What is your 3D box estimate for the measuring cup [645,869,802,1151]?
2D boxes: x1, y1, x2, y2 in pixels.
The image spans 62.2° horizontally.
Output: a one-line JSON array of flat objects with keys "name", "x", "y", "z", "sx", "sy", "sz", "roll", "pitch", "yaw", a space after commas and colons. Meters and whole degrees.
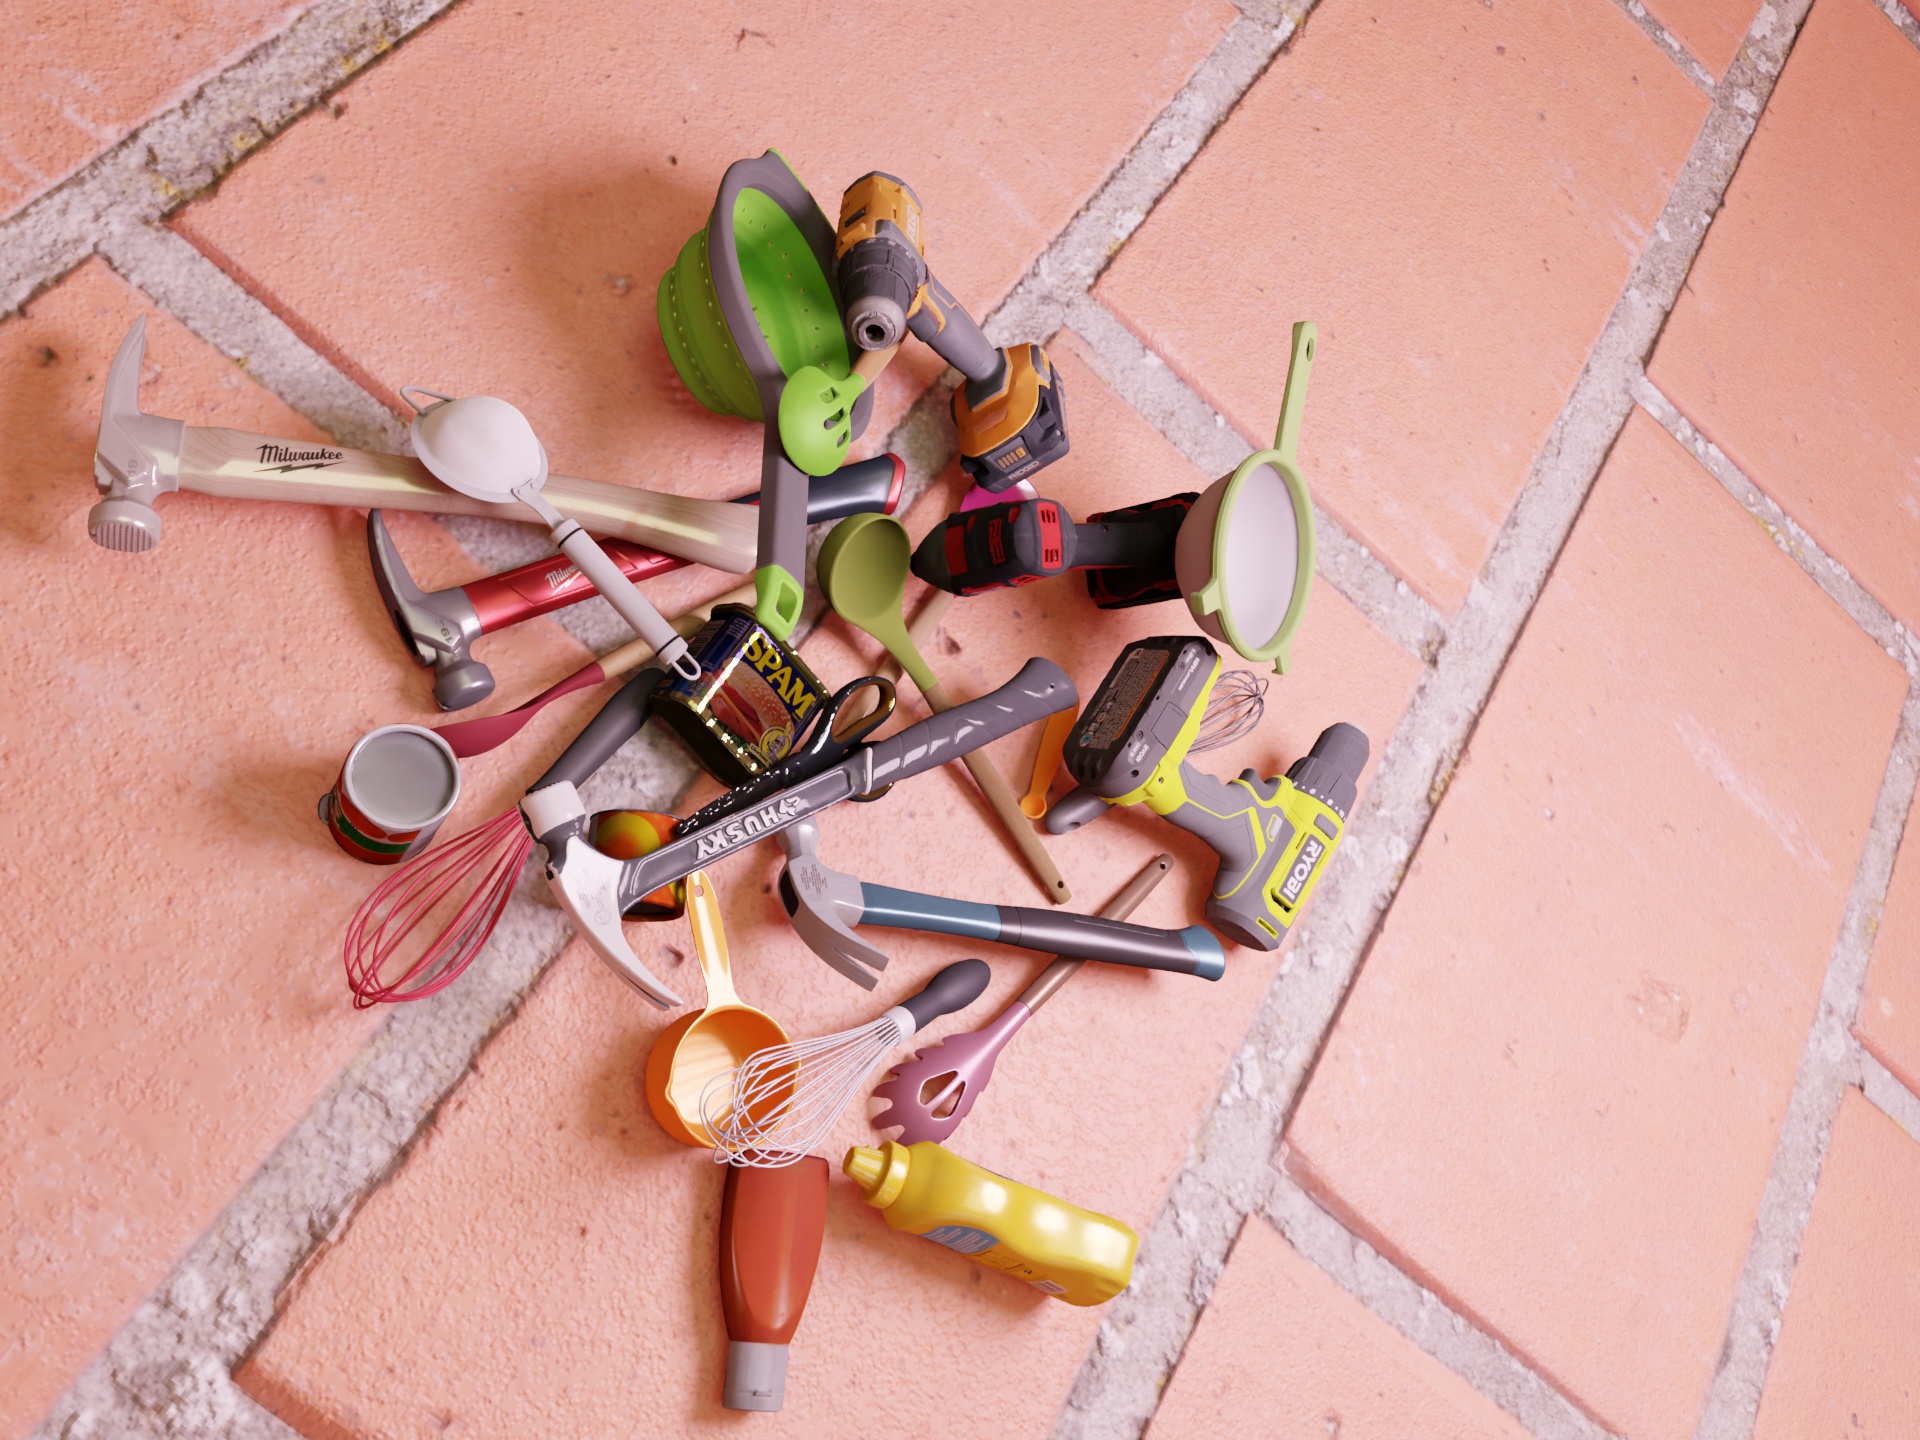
[{"name": "measuring cup", "x": -0.159, "y": 0.180, "z": 0.991, "sx": 0.095, "sy": 0.052, "sz": 0.174, "roll": -7, "pitch": 82, "yaw": -37}]

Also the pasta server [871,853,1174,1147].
[{"name": "pasta server", "x": 0.056, "y": 0.190, "z": 1.129, "sx": 0.316, "sy": 0.040, "sz": 0.060, "roll": -39, "pitch": 92, "yaw": -36}]

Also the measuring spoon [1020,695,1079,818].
[{"name": "measuring spoon", "x": 0.069, "y": 0.026, "z": 1.202, "sx": 0.021, "sy": 0.011, "sz": 0.117, "roll": 14, "pitch": 59, "yaw": 12}]

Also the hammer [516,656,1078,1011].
[{"name": "hammer", "x": -0.074, "y": 0.044, "z": 1.031, "sx": 0.409, "sy": 0.036, "sz": 0.149, "roll": -24, "pitch": 88, "yaw": -36}]

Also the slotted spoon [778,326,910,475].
[{"name": "slotted spoon", "x": -0.069, "y": -0.250, "z": 1.134, "sx": 0.314, "sy": 0.031, "sz": 0.070, "roll": -69, "pitch": 144, "yaw": -60}]

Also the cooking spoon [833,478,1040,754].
[{"name": "cooking spoon", "x": -0.024, "y": -0.077, "z": 1.185, "sx": 0.068, "sy": 0.017, "sz": 0.319, "roll": 44, "pitch": 58, "yaw": -17}]

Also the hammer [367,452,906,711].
[{"name": "hammer", "x": -0.206, "y": -0.136, "z": 1.101, "sx": 0.386, "sy": 0.038, "sz": 0.143, "roll": -24, "pitch": 83, "yaw": -32}]

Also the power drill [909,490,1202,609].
[{"name": "power drill", "x": 0.075, "y": -0.124, "z": 1.176, "sx": 0.219, "sy": 0.143, "sz": 0.078, "roll": -5, "pitch": 89, "yaw": -42}]

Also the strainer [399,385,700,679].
[{"name": "strainer", "x": -0.249, "y": -0.124, "z": 0.988, "sx": 0.258, "sy": 0.050, "sz": 0.087, "roll": 48, "pitch": 40, "yaw": -3}]

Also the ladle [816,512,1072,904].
[{"name": "ladle", "x": -0.002, "y": -0.004, "z": 1.133, "sx": 0.078, "sy": 0.062, "sz": 0.320, "roll": -37, "pitch": 99, "yaw": -31}]

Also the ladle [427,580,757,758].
[{"name": "ladle", "x": -0.221, "y": -0.044, "z": 1.056, "sx": 0.315, "sy": 0.069, "sz": 0.031, "roll": -32, "pitch": 105, "yaw": -38}]

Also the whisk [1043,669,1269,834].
[{"name": "whisk", "x": 0.154, "y": 0.025, "z": 1.226, "sx": 0.239, "sy": 0.055, "sz": 0.055, "roll": -31, "pitch": 88, "yaw": -29}]

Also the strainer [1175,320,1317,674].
[{"name": "strainer", "x": 0.205, "y": -0.169, "z": 1.151, "sx": 0.151, "sy": 0.069, "sz": 0.256, "roll": 26, "pitch": 73, "yaw": -52}]

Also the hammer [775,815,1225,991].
[{"name": "hammer", "x": 0.035, "y": 0.140, "z": 1.093, "sx": 0.330, "sy": 0.033, "sz": 0.128, "roll": 12, "pitch": 37, "yaw": -22}]

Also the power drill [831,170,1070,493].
[{"name": "power drill", "x": -0.011, "y": -0.269, "z": 1.152, "sx": 0.226, "sy": 0.084, "sz": 0.186, "roll": 46, "pitch": 28, "yaw": -34}]

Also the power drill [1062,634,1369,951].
[{"name": "power drill", "x": 0.203, "y": 0.037, "z": 1.188, "sx": 0.228, "sy": 0.080, "sz": 0.190, "roll": 40, "pitch": 74, "yaw": -25}]

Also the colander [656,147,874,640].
[{"name": "colander", "x": -0.147, "y": -0.213, "z": 1.081, "sx": 0.204, "sy": 0.094, "sz": 0.397, "roll": 48, "pitch": 33, "yaw": -49}]

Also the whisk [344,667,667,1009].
[{"name": "whisk", "x": -0.273, "y": 0.064, "z": 0.985, "sx": 0.073, "sy": 0.073, "sz": 0.296, "roll": 43, "pitch": 54, "yaw": -8}]

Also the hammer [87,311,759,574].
[{"name": "hammer", "x": -0.316, "y": -0.155, "z": 1.012, "sx": 0.410, "sy": 0.038, "sz": 0.146, "roll": 5, "pitch": 66, "yaw": -25}]

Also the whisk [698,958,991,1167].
[{"name": "whisk", "x": -0.061, "y": 0.204, "z": 1.003, "sx": 0.284, "sy": 0.070, "sz": 0.070, "roll": -22, "pitch": 83, "yaw": -55}]
